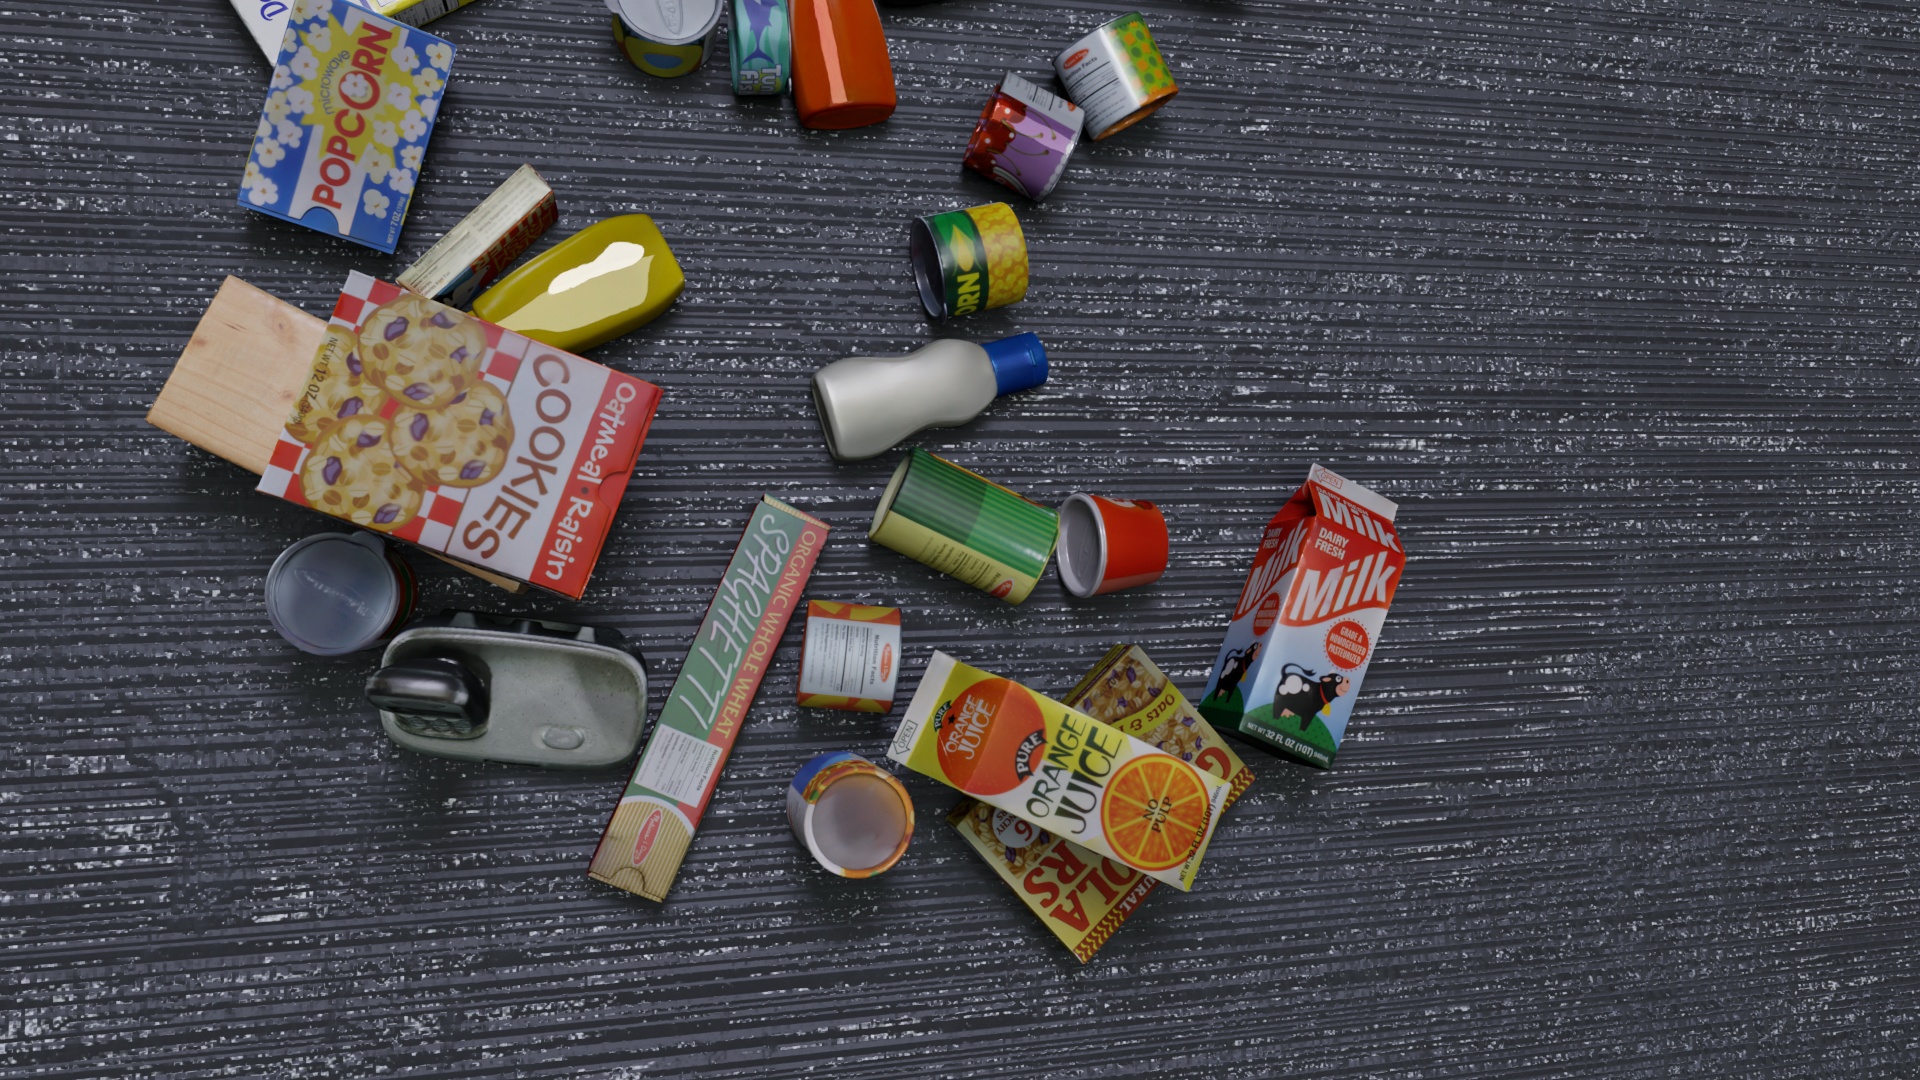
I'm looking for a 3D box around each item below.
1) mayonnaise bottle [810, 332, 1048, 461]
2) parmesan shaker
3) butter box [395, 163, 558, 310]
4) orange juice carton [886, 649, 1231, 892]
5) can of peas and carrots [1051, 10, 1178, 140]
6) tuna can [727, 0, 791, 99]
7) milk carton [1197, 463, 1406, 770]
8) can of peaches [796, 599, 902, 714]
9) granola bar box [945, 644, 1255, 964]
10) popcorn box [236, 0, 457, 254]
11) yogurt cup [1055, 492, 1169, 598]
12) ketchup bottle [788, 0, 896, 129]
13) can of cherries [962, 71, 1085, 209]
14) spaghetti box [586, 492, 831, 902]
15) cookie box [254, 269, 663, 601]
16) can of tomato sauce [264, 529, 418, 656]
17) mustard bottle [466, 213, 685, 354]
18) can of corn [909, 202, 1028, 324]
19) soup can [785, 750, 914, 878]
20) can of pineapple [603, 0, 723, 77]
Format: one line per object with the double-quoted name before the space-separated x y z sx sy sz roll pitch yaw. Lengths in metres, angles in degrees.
"mayonnaise bottle" -0.018 -0.098 0.889 0.148 0.041 0.064 -17 93 -15
"parmesan shaker" 0.003 -0.011 0.873 0.103 0.071 0.071 25 82 -11
"butter box" -0.283 -0.174 0.820 0.024 0.053 0.104 44 77 -6
"orange juice carton" 0.056 0.137 0.837 0.193 0.073 0.072 26 81 -10
"can of peas and carrots" 0.104 -0.307 0.919 0.071 0.071 0.058 -29 95 -14
"tuna can" -0.125 -0.307 0.860 0.033 0.071 0.071 -5 89 -13
"milk carton" 0.232 0.048 0.926 0.072 0.073 0.191 25 81 -11
"can of peaches" -0.069 0.072 0.853 0.058 0.071 0.071 6 86 -8
"granola bar box" 0.091 0.168 0.902 0.166 0.039 0.124 -44 96 -13
"popcorn box" -0.348 -0.238 0.790 0.085 0.038 0.126 16 98 -29
"yogurt cup" 0.099 0.002 0.902 0.054 0.072 0.072 -2 88 -22
"ketchup bottle" -0.084 -0.340 0.884 0.065 0.043 0.148 -11 89 -21
"can of cherries" 0.039 -0.259 0.900 0.058 0.071 0.071 23 82 -12
"spaghetti box" -0.152 0.094 0.850 0.050 0.028 0.250 25 81 -11
"cookie box" -0.258 -0.052 0.732 0.167 0.040 0.123 21 81 -12
"can of tomato sauce" -0.343 0.028 0.778 0.071 0.083 0.071 1 87 -14
"mustard bottle" -0.247 -0.138 0.829 0.160 0.049 0.065 -29 94 -13
"can of corn" 0.006 -0.176 0.885 0.058 0.071 0.071 -14 91 -15
"soup can" -0.065 0.163 0.840 0.071 0.083 0.071 1 87 -14
"can of pineapple" -0.182 -0.326 0.851 0.071 0.058 0.071 1 87 -14
